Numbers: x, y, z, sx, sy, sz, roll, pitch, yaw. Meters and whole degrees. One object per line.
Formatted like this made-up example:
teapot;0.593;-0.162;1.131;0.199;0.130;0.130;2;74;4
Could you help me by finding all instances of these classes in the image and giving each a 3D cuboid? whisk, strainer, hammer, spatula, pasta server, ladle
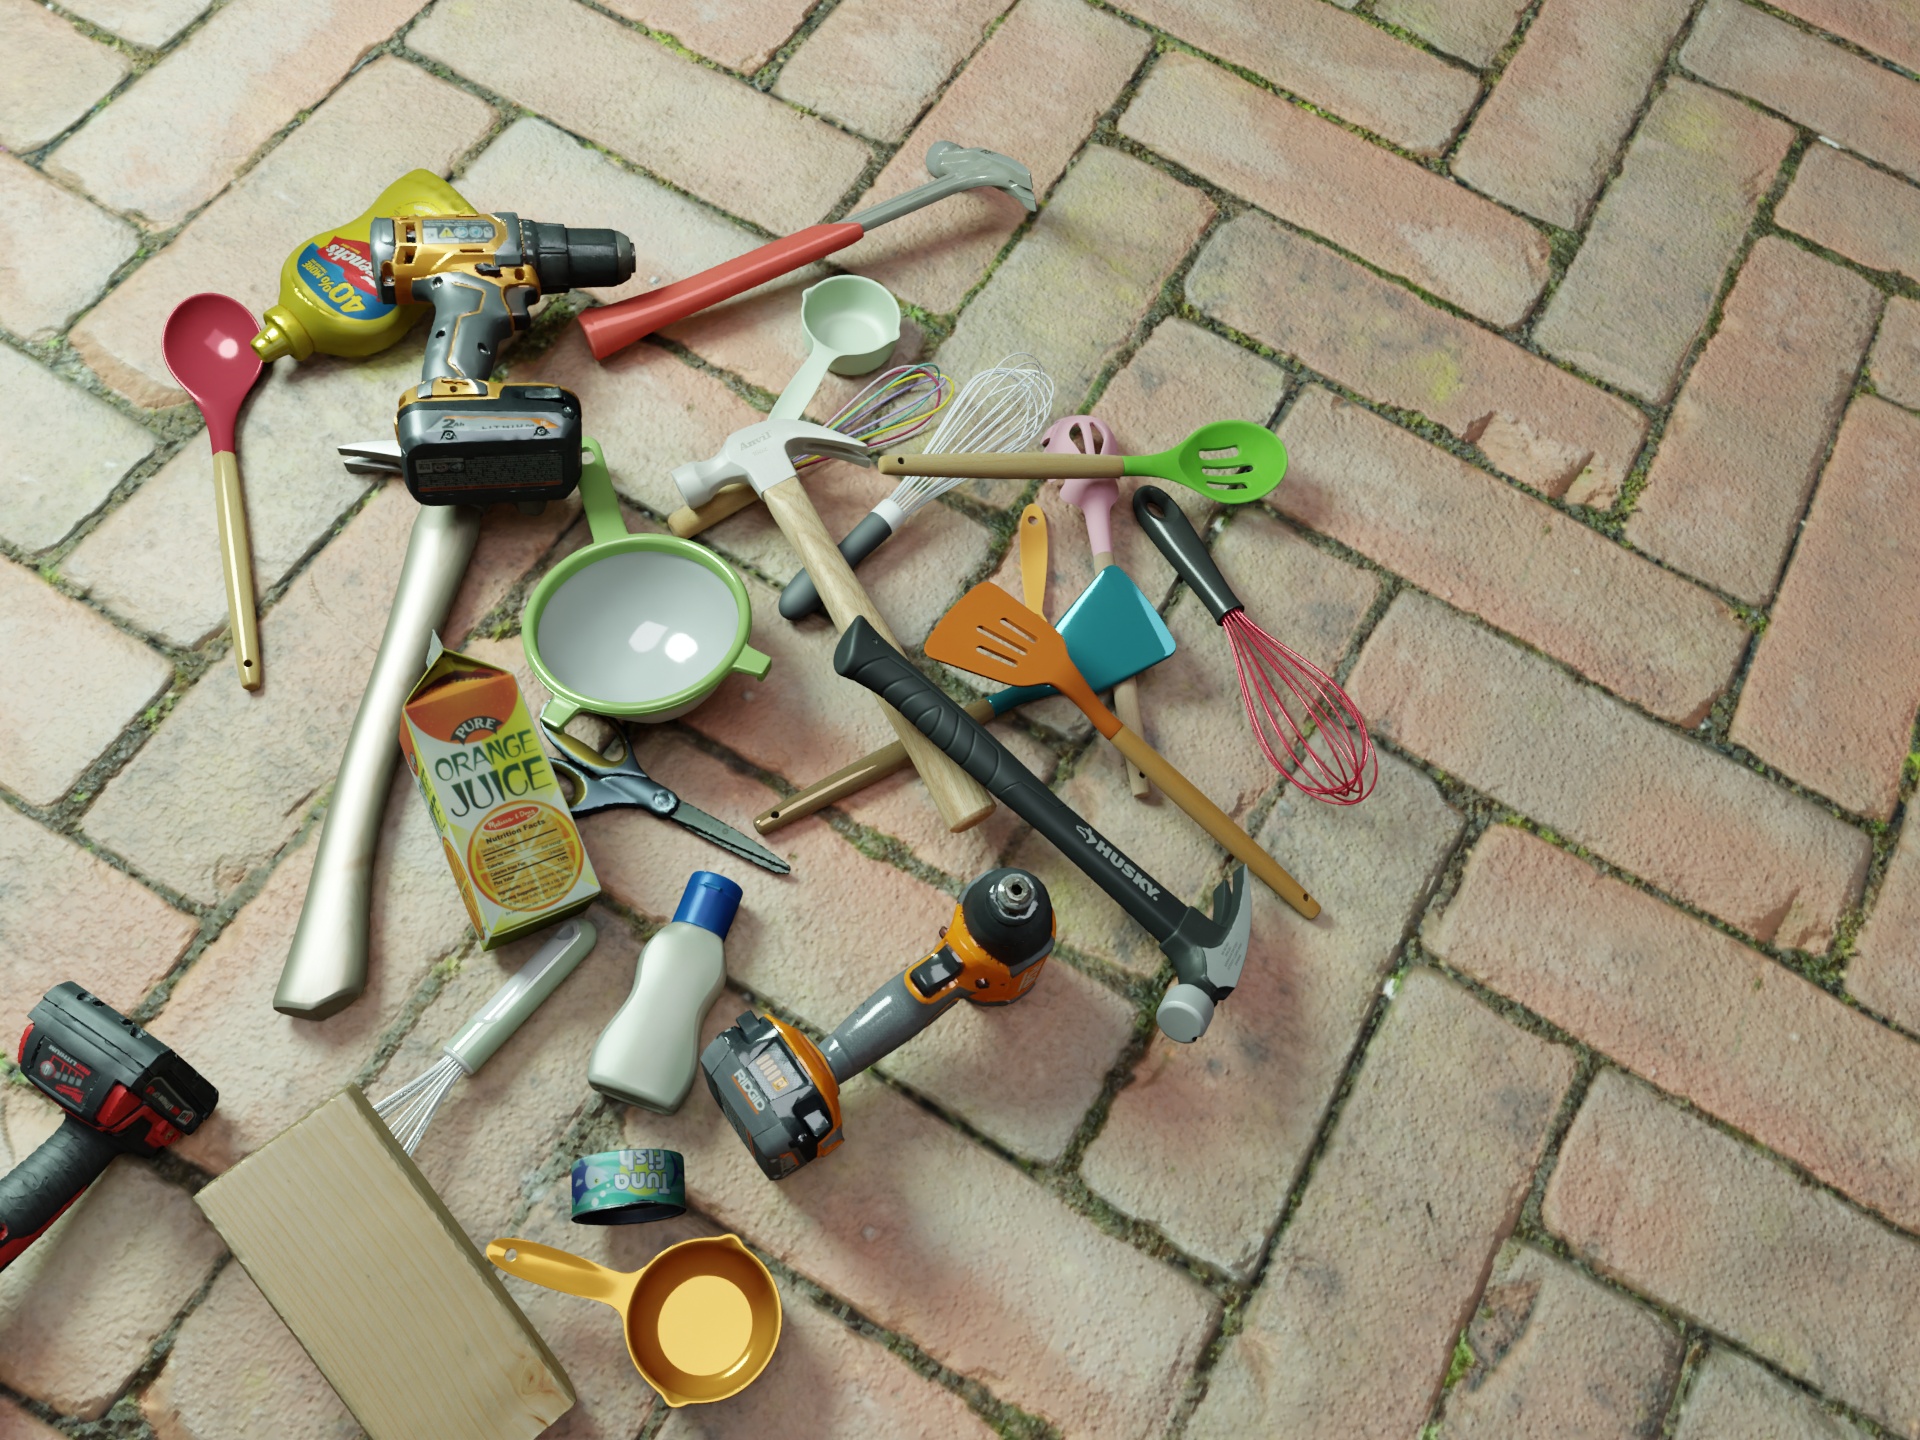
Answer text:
whisk;-0.309;0.210;0.958;0.058;0.059;0.246;15;52;40
strainer;-0.232;-0.090;1.104;0.151;0.069;0.257;-16;56;-12
hammer;-0.122;-0.361;1.229;0.359;0.036;0.149;-27;38;-14
hammer;-0.390;-0.007;1.055;0.146;0.038;0.411;8;65;-2
hammer;0.051;0.051;1.022;0.335;0.035;0.146;41;39;1
whisk;0.205;-0.061;1.146;0.073;0.073;0.296;-22;64;-16
spatula;-0.002;-0.004;1.098;0.317;0.044;0.082;-28;71;-17
pasta server;0.107;-0.092;1.165;0.060;0.040;0.316;-4;70;-9
whisk;-0.031;-0.170;1.170;0.070;0.070;0.284;40;72;12
ladle;-0.514;-0.164;1.118;0.069;0.031;0.316;-8;68;-19
hammer;-0.069;-0.071;1.092;0.130;0.031;0.331;-29;73;-8
whisk;-0.107;-0.199;1.178;0.245;0.051;0.047;-33;79;-17
spatula;0.119;0.027;1.078;0.322;0.041;0.081;42;57;-4

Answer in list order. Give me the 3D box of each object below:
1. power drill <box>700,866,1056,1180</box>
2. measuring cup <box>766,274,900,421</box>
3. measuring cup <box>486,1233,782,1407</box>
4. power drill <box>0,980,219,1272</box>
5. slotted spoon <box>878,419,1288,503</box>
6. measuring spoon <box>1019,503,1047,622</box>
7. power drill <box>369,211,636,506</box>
power drill;-0.039;0.169;0.947;0.226;0.164;0.084;-33;73;-18
measuring cup;-0.105;-0.267;1.212;0.083;0.038;0.168;26;67;5
measuring cup;-0.187;0.332;0.913;0.173;0.052;0.095;17;64;3
power drill;-0.520;0.259;0.855;0.078;0.143;0.220;30;63;10
slotted spoon;0.092;-0.187;1.162;0.313;0.031;0.070;-3;71;-17
measuring spoon;0.054;-0.111;1.175;0.021;0.011;0.117;4;61;-5
power drill;-0.313;-0.265;1.119;0.185;0.084;0.226;-6;62;-16
